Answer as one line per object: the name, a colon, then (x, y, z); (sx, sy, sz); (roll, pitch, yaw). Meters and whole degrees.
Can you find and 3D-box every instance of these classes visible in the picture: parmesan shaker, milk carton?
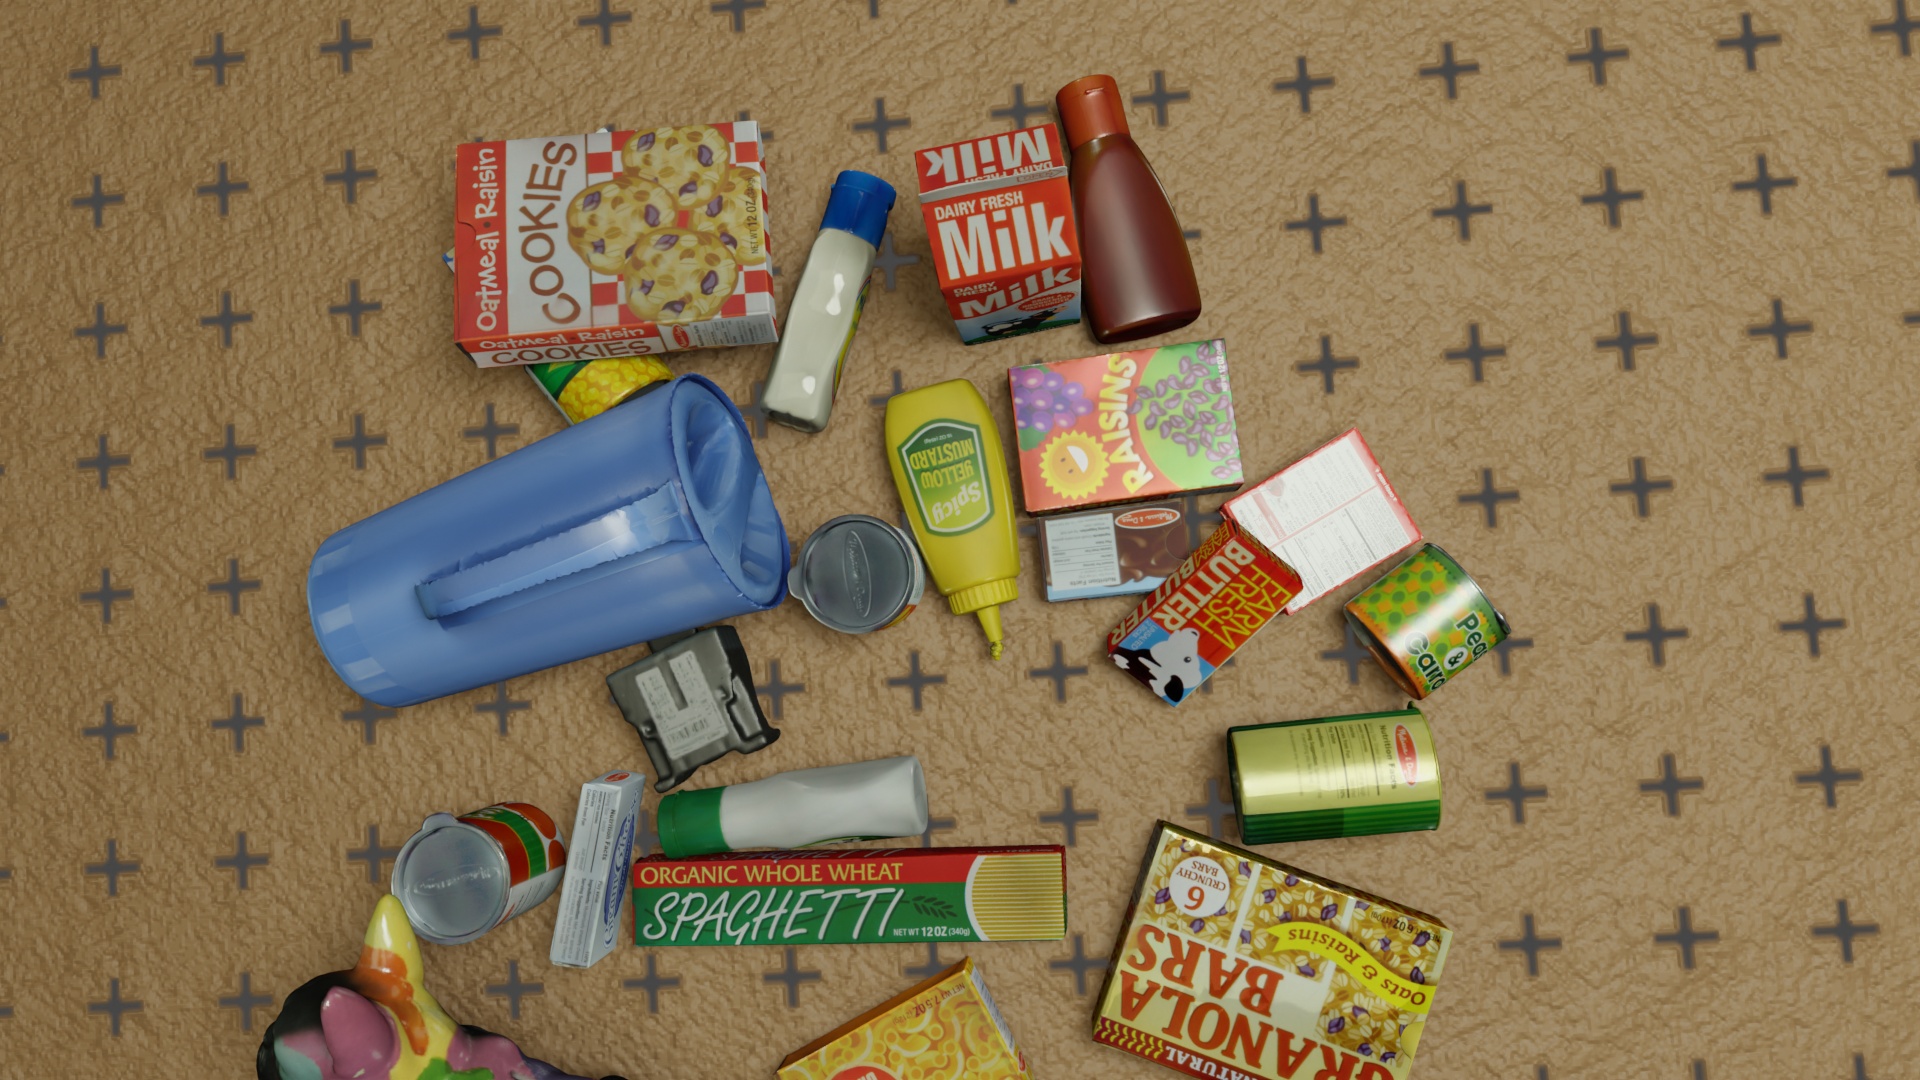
parmesan shaker: (0.201, 0.126, 0.756); (0.103, 0.071, 0.071); (-6, 86, 6)
milk carton: (0.022, -0.160, 0.726); (0.072, 0.190, 0.073); (-11, 86, 5)

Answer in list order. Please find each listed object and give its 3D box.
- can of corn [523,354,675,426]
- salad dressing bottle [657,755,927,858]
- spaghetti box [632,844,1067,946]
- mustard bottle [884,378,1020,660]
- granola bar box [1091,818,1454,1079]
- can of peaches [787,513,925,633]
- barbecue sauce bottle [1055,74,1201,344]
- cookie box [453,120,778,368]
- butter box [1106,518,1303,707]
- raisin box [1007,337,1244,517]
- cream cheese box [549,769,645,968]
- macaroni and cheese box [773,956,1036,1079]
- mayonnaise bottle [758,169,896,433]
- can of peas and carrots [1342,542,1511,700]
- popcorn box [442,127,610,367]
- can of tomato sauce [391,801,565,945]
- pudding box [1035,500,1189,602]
can of corn: (-0.206, -0.098, 0.805); (0.071, 0.071, 0.058); (-40, 85, 2)
salad dressing bottle: (-0.094, 0.152, 0.782); (0.148, 0.064, 0.044); (-8, 89, 7)
spaghetti box: (-0.065, 0.203, 0.792); (0.250, 0.028, 0.050); (-2, 86, 5)
mustard bottle: (0.003, -0.010, 0.789); (0.065, 0.049, 0.160); (-17, 85, 6)
granola bar box: (0.169, 0.241, 0.763); (0.166, 0.039, 0.124); (19, 88, 6)
can of peaches: (-0.057, 0.020, 0.789); (0.071, 0.058, 0.071); (0, 87, 6)
barbecue sauce bottle: (0.090, -0.191, 0.796); (0.065, 0.043, 0.148); (-13, 84, -7)
cookie box: (-0.190, -0.165, 0.768); (0.167, 0.040, 0.123); (-5, 72, -3)
butter box: (0.133, 0.040, 0.763); (0.053, 0.024, 0.103); (37, 114, -14)
raisin box: (0.093, -0.064, 0.790); (0.123, 0.040, 0.086); (-8, 86, 3)
cream cheese box: (-0.207, 0.186, 0.793); (0.024, 0.053, 0.104); (9, 88, 4)
macaroni and cheese box: (-0.009, 0.338, 0.773); (0.124, 0.040, 0.166); (-29, 84, 3)
mayonnaise bottle: (-0.075, -0.138, 0.800); (0.041, 0.064, 0.148); (18, 84, -3)
can of peas and carrots: (0.252, 0.046, 0.753); (0.059, 0.071, 0.071); (-37, 84, 3)
popcorn box: (-0.230, -0.171, 0.826); (0.126, 0.038, 0.085); (-38, 84, 2)
can of tomato sauce: (-0.270, 0.184, 0.784); (0.071, 0.083, 0.071); (0, 87, 5)
pudding box: (0.087, 0.007, 0.790); (0.084, 0.030, 0.049); (-7, 85, 5)
